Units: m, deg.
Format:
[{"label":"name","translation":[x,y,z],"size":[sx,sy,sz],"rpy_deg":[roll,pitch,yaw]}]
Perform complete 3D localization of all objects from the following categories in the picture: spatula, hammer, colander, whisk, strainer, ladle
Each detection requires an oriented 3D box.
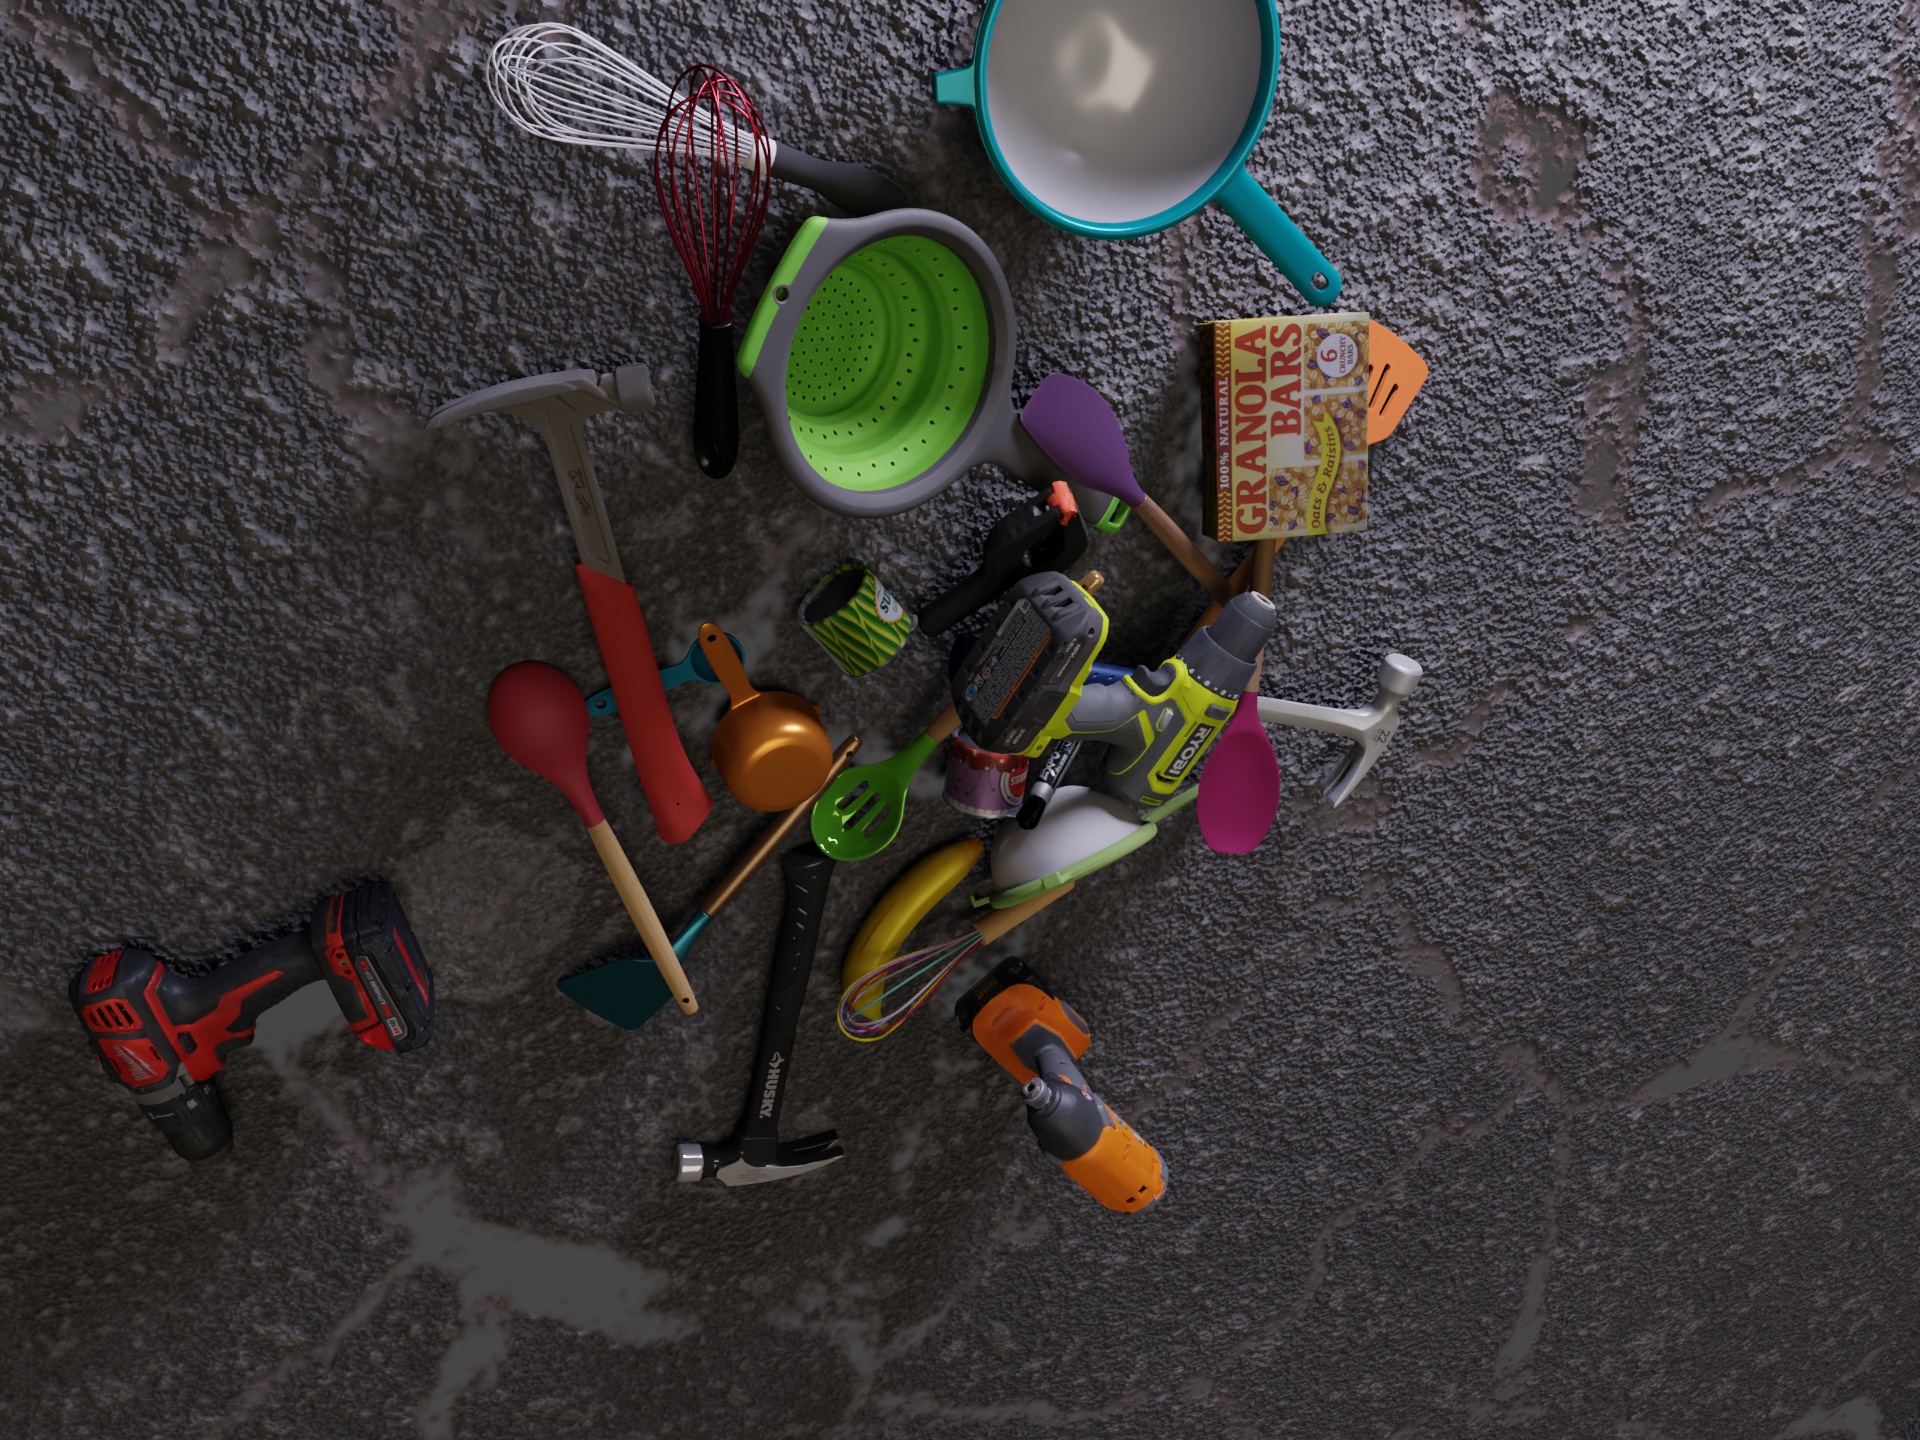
[{"label":"spatula","translation":[-0.189,0.128,1.271],"size":[0.082,0.044,0.317],"rpy_deg":[40,94,-30]},{"label":"spatula","translation":[0.264,-0.169,1.293],"size":[0.081,0.041,0.322],"rpy_deg":[27,108,-28]},{"label":"hammer","translation":[-0.146,0.253,1.347],"size":[0.146,0.035,0.334],"rpy_deg":[4,114,-22]},{"label":"hammer","translation":[-0.252,-0.068,1.127],"size":[0.149,0.037,0.358],"rpy_deg":[-13,119,-5]},{"label":"colander","translation":[-0.017,-0.225,1.128],"size":[0.396,0.095,0.204],"rpy_deg":[23,97,-47]},{"label":"whisk","translation":[-0.001,0.195,1.339],"size":[0.245,0.047,0.051],"rpy_deg":[-30,160,-24]},{"label":"whisk","translation":[-0.157,-0.276,1.022],"size":[0.073,0.073,0.295],"rpy_deg":[-9,138,-16]},{"label":"strainer","translation":[0.123,0.072,1.330],"size":[0.256,0.151,0.069],"rpy_deg":[-26,90,-27]},{"label":"ladle","translation":[-0.266,0.098,1.200],"size":[0.069,0.031,0.315],"rpy_deg":[-25,115,-7]},{"label":"whisk","translation":[-0.158,-0.372,1.011],"size":[0.284,0.070,0.070],"rpy_deg":[10,112,-30]},{"label":"hammer","translation":[0.183,-0.015,1.316],"size":[0.405,0.035,0.144],"rpy_deg":[8,118,-20]},{"label":"strainer","translation":[0.140,-0.403,1.084],"size":[0.340,0.095,0.211],"rpy_deg":[35,103,-33]},{"label":"spatula","translation":[0.150,-0.155,1.213],"size":[0.315,0.018,0.060],"rpy_deg":[40,84,-39]}]

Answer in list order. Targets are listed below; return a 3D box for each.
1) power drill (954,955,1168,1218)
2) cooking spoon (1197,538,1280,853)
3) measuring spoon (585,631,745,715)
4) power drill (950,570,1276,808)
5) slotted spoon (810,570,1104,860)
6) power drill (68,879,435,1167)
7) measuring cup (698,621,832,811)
[{"label":"power drill","translation":[0.075,0.299,1.338],"size":[0.084,0.227,0.164],"rpy_deg":[-41,122,3]},{"label":"cooking spoon","translation":[0.235,-0.049,1.282],"size":[0.068,0.017,0.319],"rpy_deg":[4,98,-7]},{"label":"measuring spoon","translation":[-0.222,-0.034,1.185],"size":[0.128,0.021,0.042],"rpy_deg":[-21,120,1]},{"label":"power drill","translation":[0.124,-0.033,1.200],"size":[0.228,0.080,0.190],"rpy_deg":[14,119,-41]},{"label":"slotted spoon","translation":[-0.002,-0.004,1.236],"size":[0.313,0.031,0.070],"rpy_deg":[-44,85,18]},{"label":"power drill","translation":[-0.509,0.229,1.175],"size":[0.226,0.080,0.187],"rpy_deg":[-17,121,-8]},{"label":"measuring cup","translation":[-0.152,0.000,1.183],"size":[0.095,0.052,0.173],"rpy_deg":[-27,136,-5]}]
